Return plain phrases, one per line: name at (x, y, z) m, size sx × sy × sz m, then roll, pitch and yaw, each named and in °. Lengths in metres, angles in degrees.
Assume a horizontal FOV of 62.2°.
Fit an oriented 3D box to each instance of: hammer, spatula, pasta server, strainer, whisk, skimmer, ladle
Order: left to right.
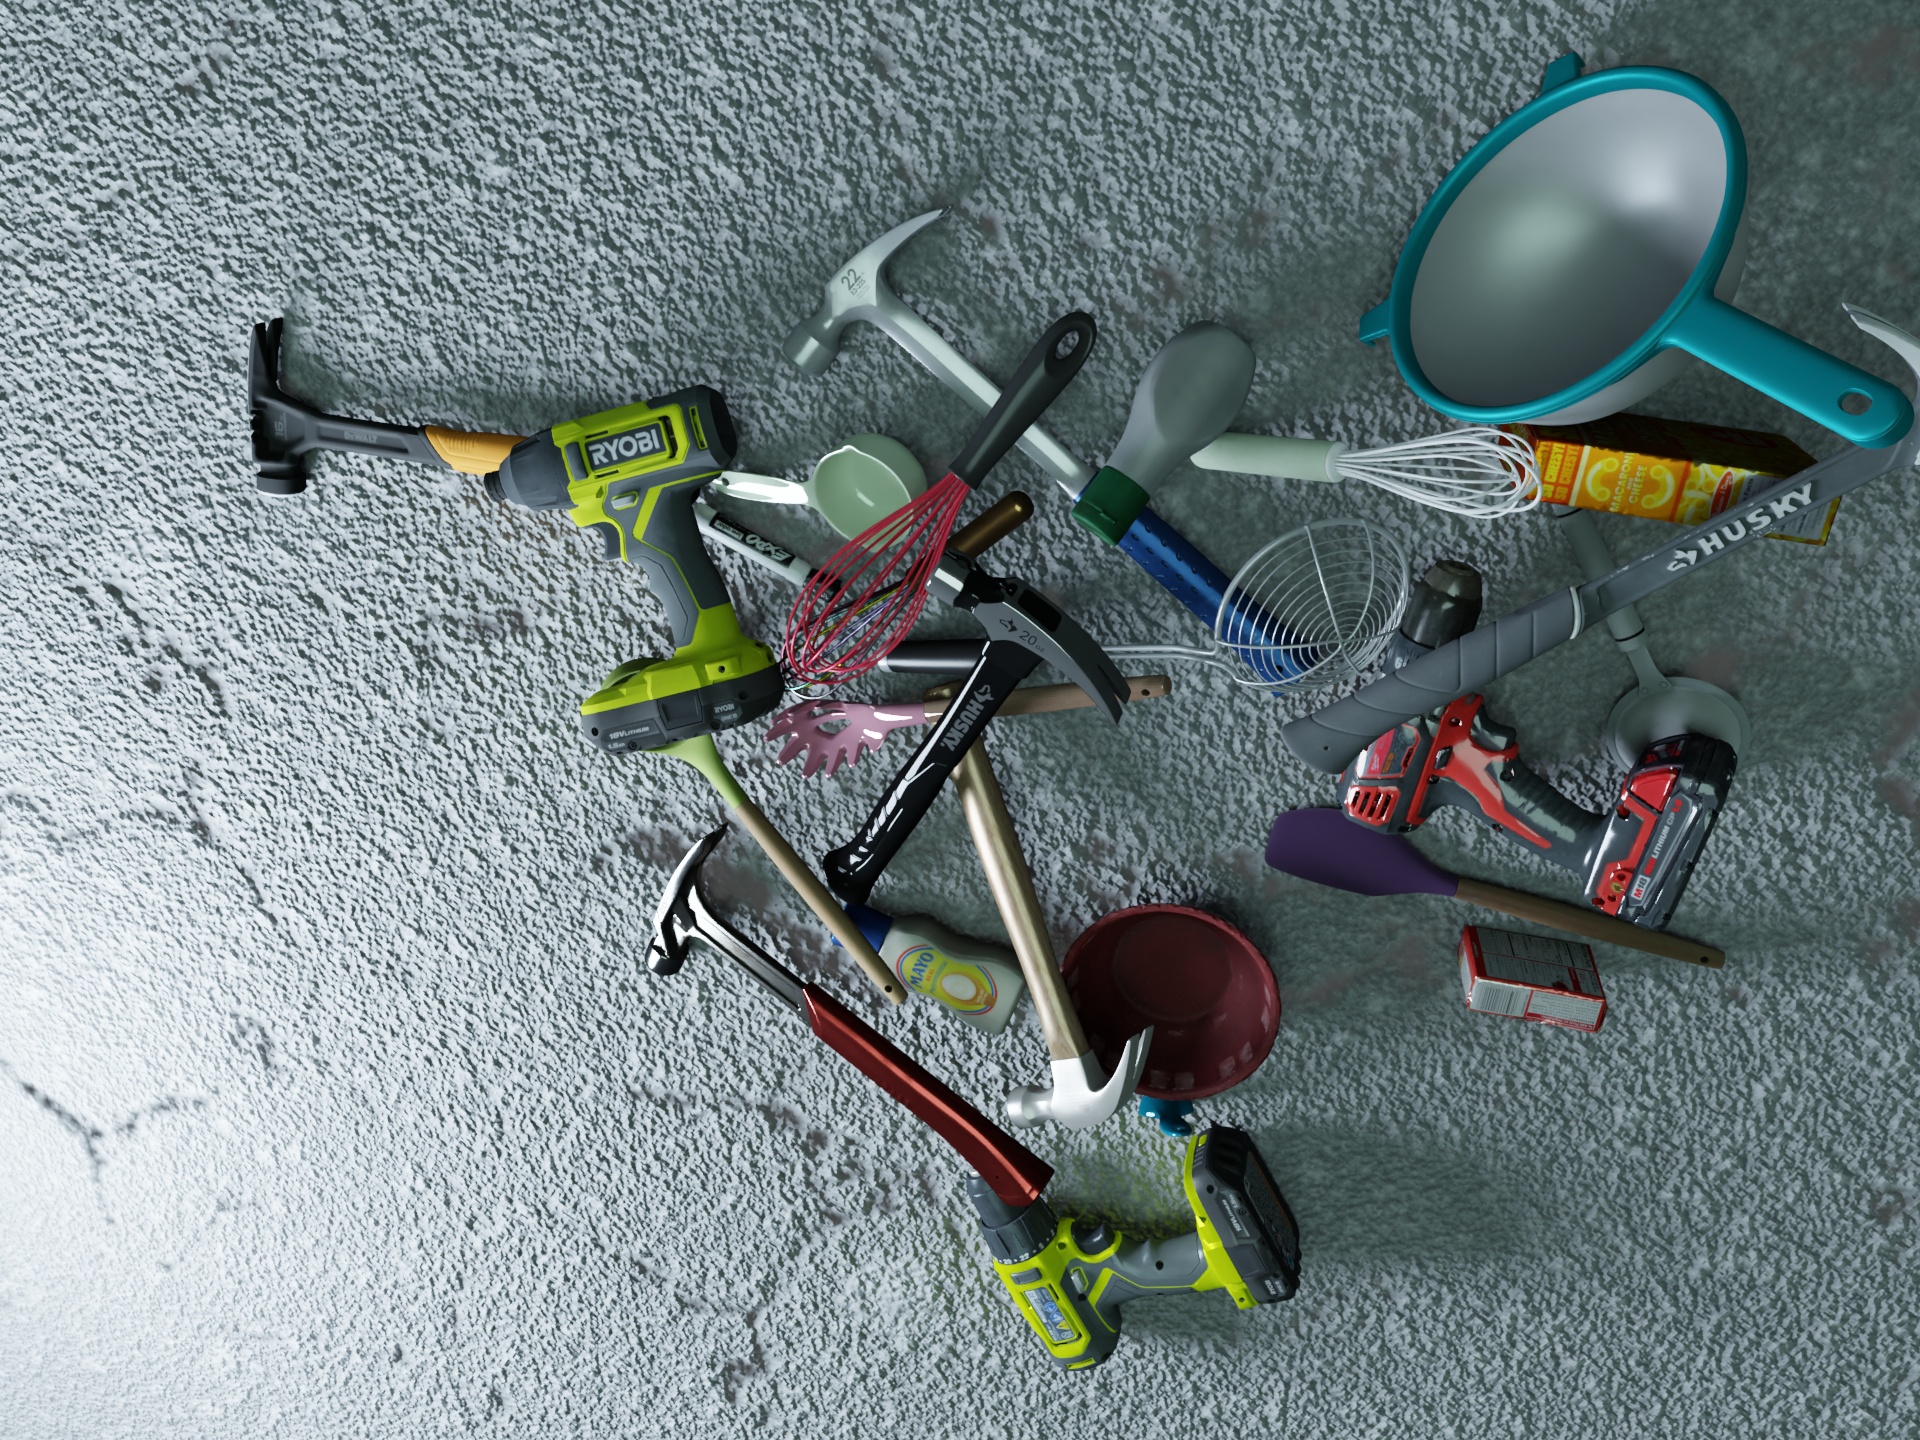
hammer at (-0.348, -0.199, 1.131) m, size 0.337 × 0.034 × 0.127 m, roll 10°, pitch 114°, yaw 8°
ladle at (-0.147, 0.085, 1.159) m, size 0.078 × 0.062 × 0.320 m, roll -40°, pitch 89°, yaw 18°
hammer at (-0.078, 0.231, 1.190) m, size 0.359 × 0.037 × 0.149 m, roll 36°, pitch 124°, yaw 10°
whisk at (-0.044, -0.084, 1.093) m, size 0.245 × 0.051 × 0.047 m, roll -34°, pitch 124°, yaw 28°
hammer at (-0.014, 0.032, 1.080) m, size 0.146 × 0.035 × 0.334 m, roll 32°, pitch 135°, yaw -3°
whisk at (-0.012, -0.140, 1.016) m, size 0.073 × 0.073 × 0.296 m, roll 39°, pitch 101°, yaw -4°
pasta server at (-0.002, -0.003, 1.083) m, size 0.316 × 0.040 × 0.060 m, roll -6°, pitch 125°, yaw 34°
hammer at (0.043, 0.130, 1.130) m, size 0.130 × 0.031 × 0.331 m, roll -18°, pitch 92°, yaw 39°
hammer at (0.078, -0.166, 1.050) m, size 0.405 × 0.035 × 0.144 m, roll 41°, pitch 114°, yaw -5°
skimmer at (0.108, -0.068, 1.048) m, size 0.363 × 0.090 × 0.127 m, roll 0°, pitch 143°, yaw 34°
whisk at (0.233, -0.154, 0.952) m, size 0.246 × 0.058 × 0.059 m, roll 17°, pitch 156°, yaw 47°
spatula at (0.371, 0.121, 1.106) m, size 0.316 × 0.018 × 0.059 m, roll 16°, pitch 112°, yaw 7°
hammer at (0.361, -0.074, 0.897) m, size 0.409 × 0.036 × 0.149 m, roll -31°, pitch 109°, yaw 29°
strainer at (0.432, -0.044, 1.020) m, size 0.087 × 0.050 × 0.258 m, roll -23°, pitch 101°, yaw 34°
strainer at (0.378, -0.213, 0.847) m, size 0.095 × 0.341 × 0.211 m, roll 22°, pitch 112°, yaw -36°

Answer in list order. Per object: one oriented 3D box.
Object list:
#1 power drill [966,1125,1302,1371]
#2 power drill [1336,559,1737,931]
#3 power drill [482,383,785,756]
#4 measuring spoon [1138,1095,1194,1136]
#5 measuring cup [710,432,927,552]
power drill at (0.129, 0.398, 1.235) m, size 0.228 × 0.080 × 0.190 m, roll -23°, pitch 104°, yaw 22°
power drill at (0.365, 0.014, 1.011) m, size 0.227 × 0.080 × 0.187 m, roll 23°, pitch 118°, yaw 22°
power drill at (-0.217, -0.097, 1.076) m, size 0.171 × 0.080 × 0.223 m, roll -13°, pitch 98°, yaw 9°
measuring spoon at (0.154, 0.284, 1.165) m, size 0.042 × 0.128 × 0.021 m, roll -4°, pitch 85°, yaw 1°
measuring cup at (-0.097, -0.165, 1.092) m, size 0.168 × 0.038 × 0.083 m, roll 11°, pitch 133°, yaw 27°
